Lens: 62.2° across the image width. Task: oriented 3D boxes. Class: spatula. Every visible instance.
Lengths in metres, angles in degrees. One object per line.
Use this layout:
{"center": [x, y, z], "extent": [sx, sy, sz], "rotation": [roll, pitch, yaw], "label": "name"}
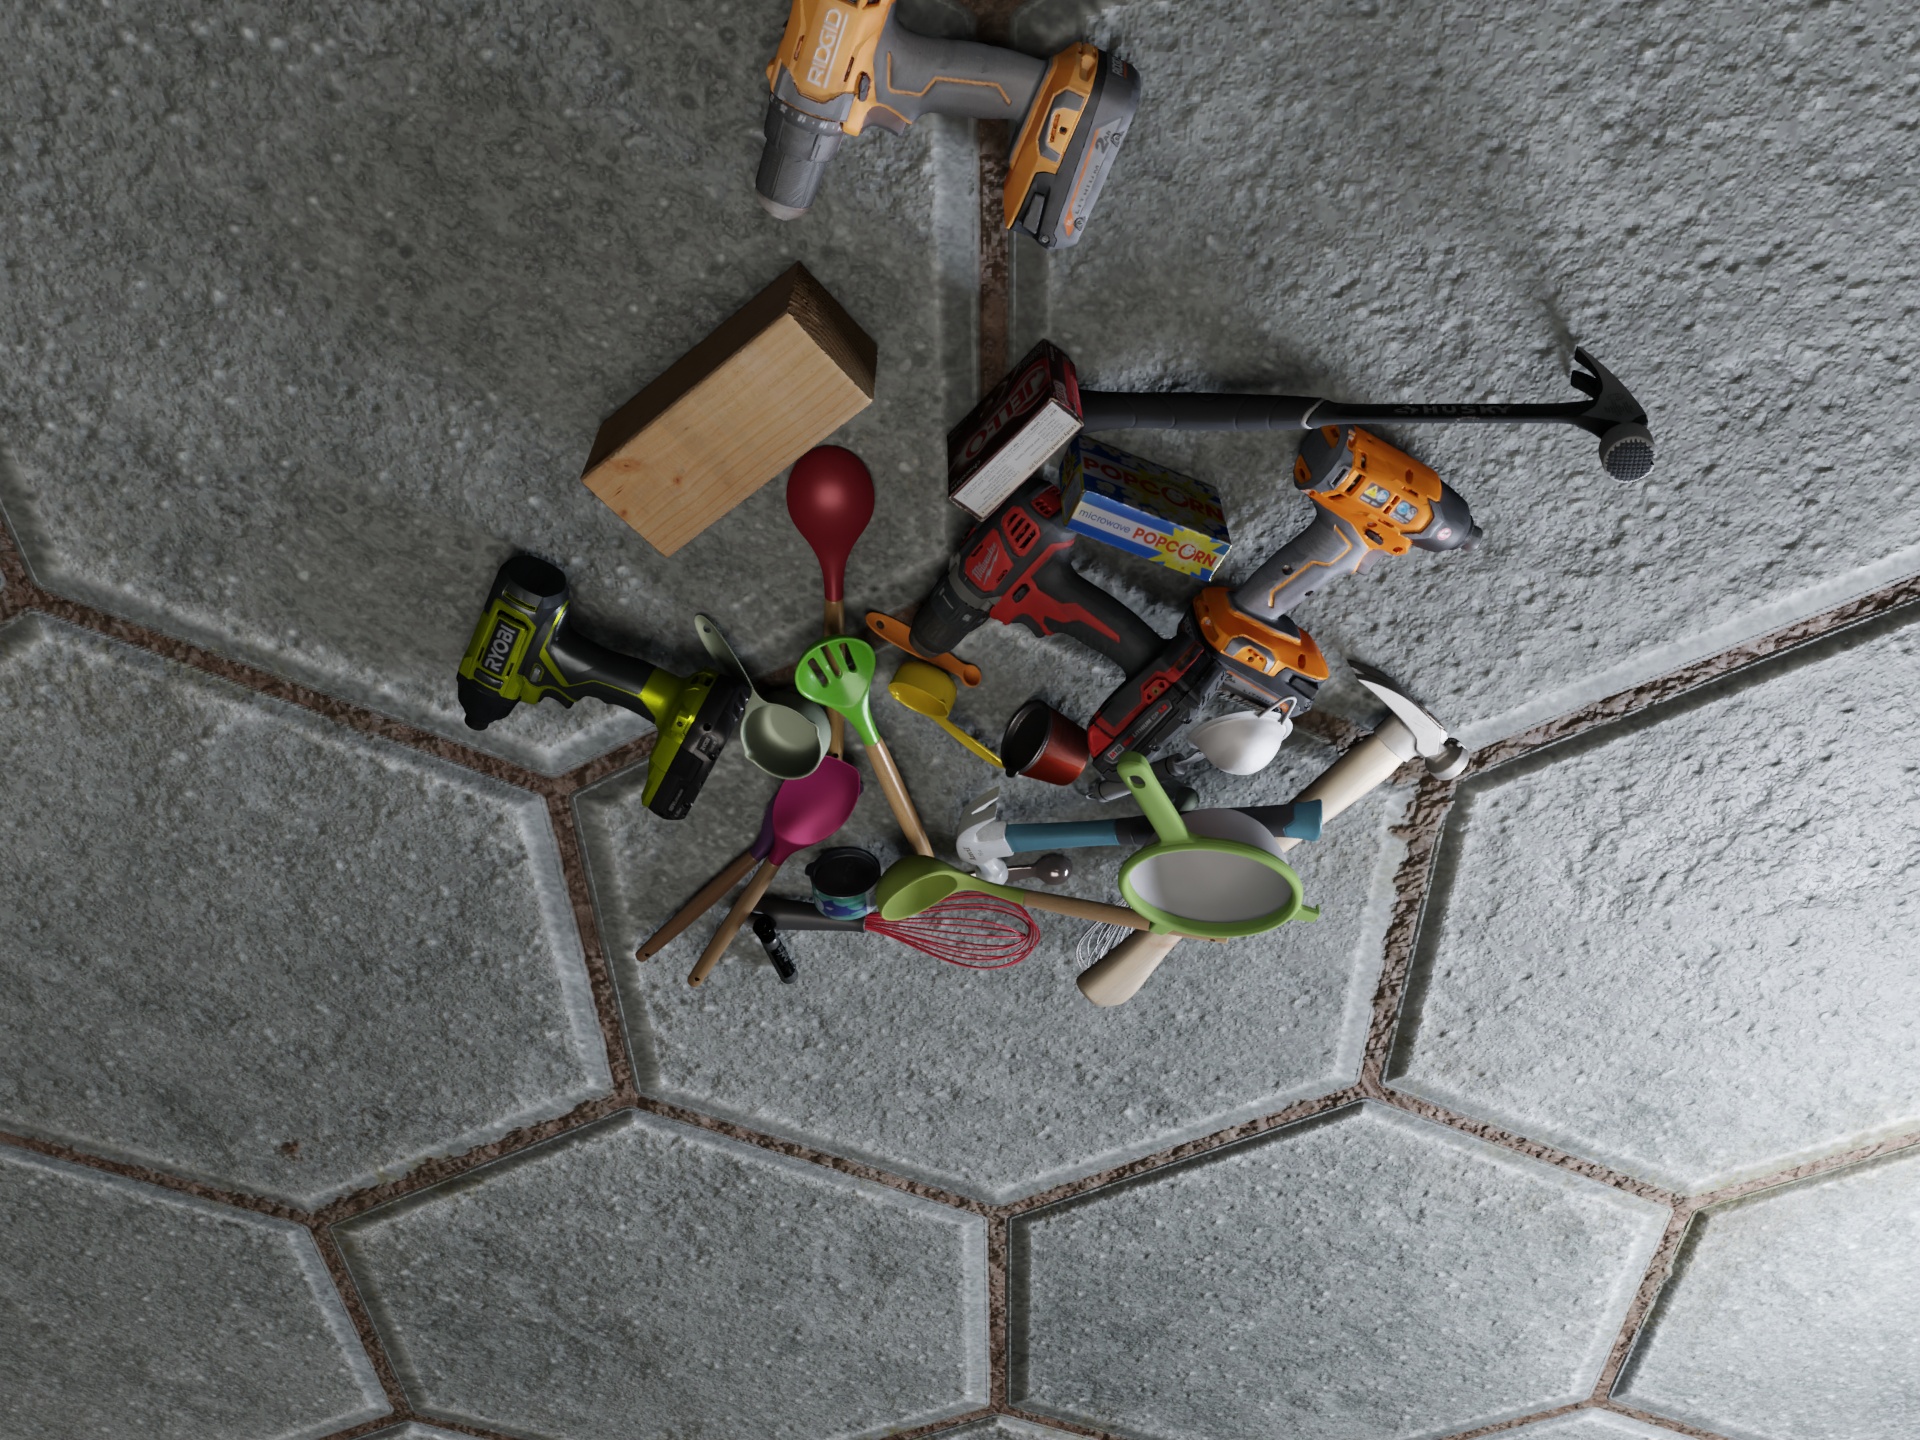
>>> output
{"center": [-0.210, 0.139, 1.495], "extent": [0.059, 0.018, 0.316], "rotation": [35, 119, -25], "label": "spatula"}

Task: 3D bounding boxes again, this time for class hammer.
{"center": [0.254, 0.118, 1.434], "extent": [0.146, 0.038, 0.410], "rotation": [38, 111, -24], "label": "hammer"}
{"center": [0.153, 0.097, 1.398], "extent": [0.331, 0.033, 0.128], "rotation": [-5, 143, 19], "label": "hammer"}
{"center": [0.278, -0.227, 1.156], "extent": [0.409, 0.149, 0.036], "rotation": [3, 128, 10], "label": "hammer"}

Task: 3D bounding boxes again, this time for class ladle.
{"center": [-0.106, -0.082, 1.316], "extent": [0.069, 0.031, 0.315], "rotation": [1, 130, -2], "label": "ladle"}
{"center": [0.082, 0.176, 1.437], "extent": [0.320, 0.062, 0.078], "rotation": [10, 151, 5], "label": "ladle"}

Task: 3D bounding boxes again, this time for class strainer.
{"center": [0.191, 0.038, 1.351], "extent": [0.086, 0.050, 0.258], "rotation": [13, 157, -32], "label": "strainer"}
{"center": [0.185, 0.085, 1.287], "extent": [0.151, 0.069, 0.256], "rotation": [-9, 139, 27], "label": "strainer"}

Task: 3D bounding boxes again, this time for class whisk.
{"center": [0.168, 0.159, 1.497], "extent": [0.059, 0.058, 0.246], "rotation": [29, 123, 12], "label": "whisk"}
{"center": [-0.071, 0.192, 1.517], "extent": [0.296, 0.073, 0.073], "rotation": [4, 129, 5], "label": "whisk"}

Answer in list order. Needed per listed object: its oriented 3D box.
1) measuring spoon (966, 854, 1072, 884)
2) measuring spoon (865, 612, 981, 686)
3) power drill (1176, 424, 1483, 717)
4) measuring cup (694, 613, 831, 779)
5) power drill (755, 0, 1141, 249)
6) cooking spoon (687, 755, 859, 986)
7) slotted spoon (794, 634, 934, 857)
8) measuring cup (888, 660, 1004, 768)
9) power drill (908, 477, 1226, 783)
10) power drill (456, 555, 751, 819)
{"center": [0.045, 0.151, 1.505], "extent": [0.124, 0.018, 0.034], "rotation": [-9, 128, 8], "label": "measuring spoon"}
{"center": [-0.032, -0.059, 1.339], "extent": [0.116, 0.021, 0.011], "rotation": [29, 153, -21], "label": "measuring spoon"}
{"center": [0.294, -0.113, 1.258], "extent": [0.164, 0.084, 0.226], "rotation": [23, 122, -20], "label": "power drill"}
{"center": [-0.171, -0.027, 1.358], "extent": [0.083, 0.038, 0.167], "rotation": [-23, 108, 30], "label": "measuring cup"}
{"center": [-0.018, -0.386, 1.040], "extent": [0.226, 0.084, 0.185], "rotation": [19, 127, -10], "label": "power drill"}
{"center": [-0.184, 0.146, 1.479], "extent": [0.068, 0.017, 0.318], "rotation": [25, 122, -18], "label": "cooking spoon"}
{"center": [-0.072, 0.034, 1.390], "extent": [0.070, 0.031, 0.313], "rotation": [-26, 134, -4], "label": "slotted spoon"}
{"center": [-0.002, -0.004, 1.376], "extent": [0.062, 0.029, 0.156], "rotation": [8, 157, 43], "label": "measuring cup"}
{"center": [0.075, -0.059, 1.263], "extent": [0.227, 0.080, 0.188], "rotation": [45, 128, 1], "label": "power drill"}
{"center": [-0.303, -0.017, 1.322], "extent": [0.223, 0.080, 0.171], "rotation": [29, 124, -7], "label": "power drill"}
